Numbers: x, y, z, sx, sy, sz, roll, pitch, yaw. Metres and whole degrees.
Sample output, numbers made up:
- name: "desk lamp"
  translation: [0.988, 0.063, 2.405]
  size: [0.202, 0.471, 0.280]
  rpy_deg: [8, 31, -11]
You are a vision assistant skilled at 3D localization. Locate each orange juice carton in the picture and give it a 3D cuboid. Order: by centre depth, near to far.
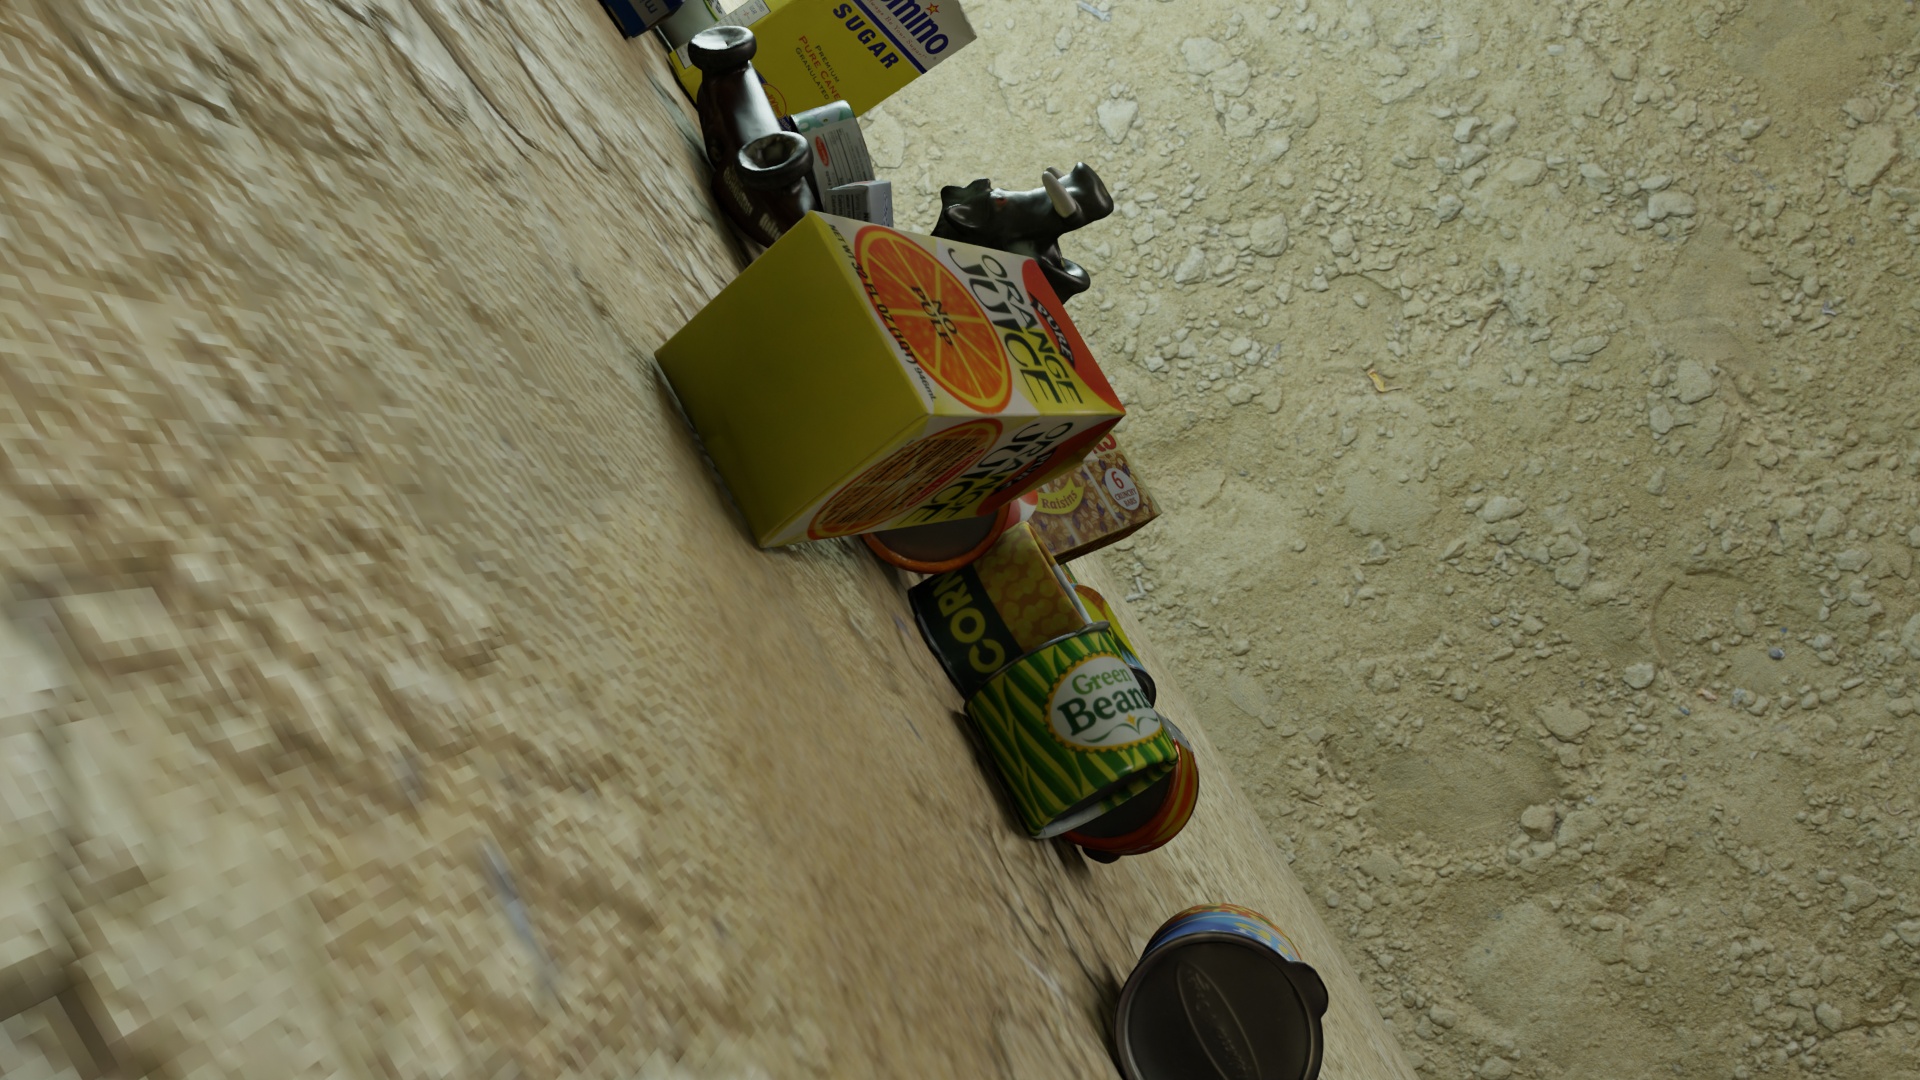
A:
- name: "orange juice carton"
  translation: [-0.006, -0.053, 0.480]
  size: [0.072, 0.073, 0.193]
  rpy_deg: [60, 27, 11]

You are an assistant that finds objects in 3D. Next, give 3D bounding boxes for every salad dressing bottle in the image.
- name: "salad dressing bottle"
  translation: [-0.169, -0.333, 0.932]
  size: [0.147, 0.044, 0.064]
  rpy_deg: [54, 7, -49]

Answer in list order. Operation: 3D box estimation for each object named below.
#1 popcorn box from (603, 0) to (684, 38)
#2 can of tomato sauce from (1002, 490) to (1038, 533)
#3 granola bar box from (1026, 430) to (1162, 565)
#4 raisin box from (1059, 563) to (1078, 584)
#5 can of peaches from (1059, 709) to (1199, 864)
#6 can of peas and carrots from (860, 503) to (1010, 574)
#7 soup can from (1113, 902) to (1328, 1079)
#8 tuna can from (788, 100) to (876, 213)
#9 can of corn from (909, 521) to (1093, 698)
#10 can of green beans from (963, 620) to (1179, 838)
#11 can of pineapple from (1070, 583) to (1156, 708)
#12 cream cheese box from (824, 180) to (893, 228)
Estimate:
- name: "popcorn box"
  translation: [-0.201, -0.343, 0.763]
  size: [0.126, 0.038, 0.085]
  rpy_deg: [55, 8, -25]
- name: "can of tomato sauce"
  translation: [-0.011, -0.037, 0.653]
  size: [0.083, 0.071, 0.071]
  rpy_deg: [57, 6, -19]
- name: "granola bar box"
  translation: [0.047, -0.045, 0.900]
  size: [0.166, 0.039, 0.124]
  rpy_deg: [-19, 75, -51]
- name: "raisin box"
  translation: [0.047, 0.015, 0.966]
  size: [0.086, 0.040, 0.123]
  rpy_deg: [59, 5, 3]
- name: "can of peaches"
  translation: [0.065, 0.103, 0.595]
  size: [0.071, 0.071, 0.058]
  rpy_deg: [61, 7, 21]
- name: "can of peas and carrots"
  translation: [-0.011, -0.024, 0.584]
  size: [0.071, 0.071, 0.059]
  rpy_deg: [57, 7, -15]
- name: "soup can"
  translation: [0.093, 0.164, 0.486]
  size: [0.071, 0.071, 0.083]
  rpy_deg: [60, 6, 13]
- name: "tuna can"
  translation: [-0.069, -0.205, 0.764]
  size: [0.071, 0.033, 0.071]
  rpy_deg: [165, -93, -84]
- name: "can of corn"
  translation: [0.019, 0.033, 0.594]
  size: [0.071, 0.058, 0.071]
  rpy_deg: [57, 6, -9]
- name: "can of green beans"
  translation: [0.043, 0.075, 0.541]
  size: [0.058, 0.071, 0.071]
  rpy_deg: [61, 7, 21]
- name: "can of pineapple"
  translation: [0.051, 0.061, 0.659]
  size: [0.070, 0.071, 0.058]
  rpy_deg: [52, 8, -46]
- name: "cream cheese box"
  translation: [-0.048, -0.126, 0.695]
  size: [0.053, 0.024, 0.103]
  rpy_deg: [-57, 145, -71]
